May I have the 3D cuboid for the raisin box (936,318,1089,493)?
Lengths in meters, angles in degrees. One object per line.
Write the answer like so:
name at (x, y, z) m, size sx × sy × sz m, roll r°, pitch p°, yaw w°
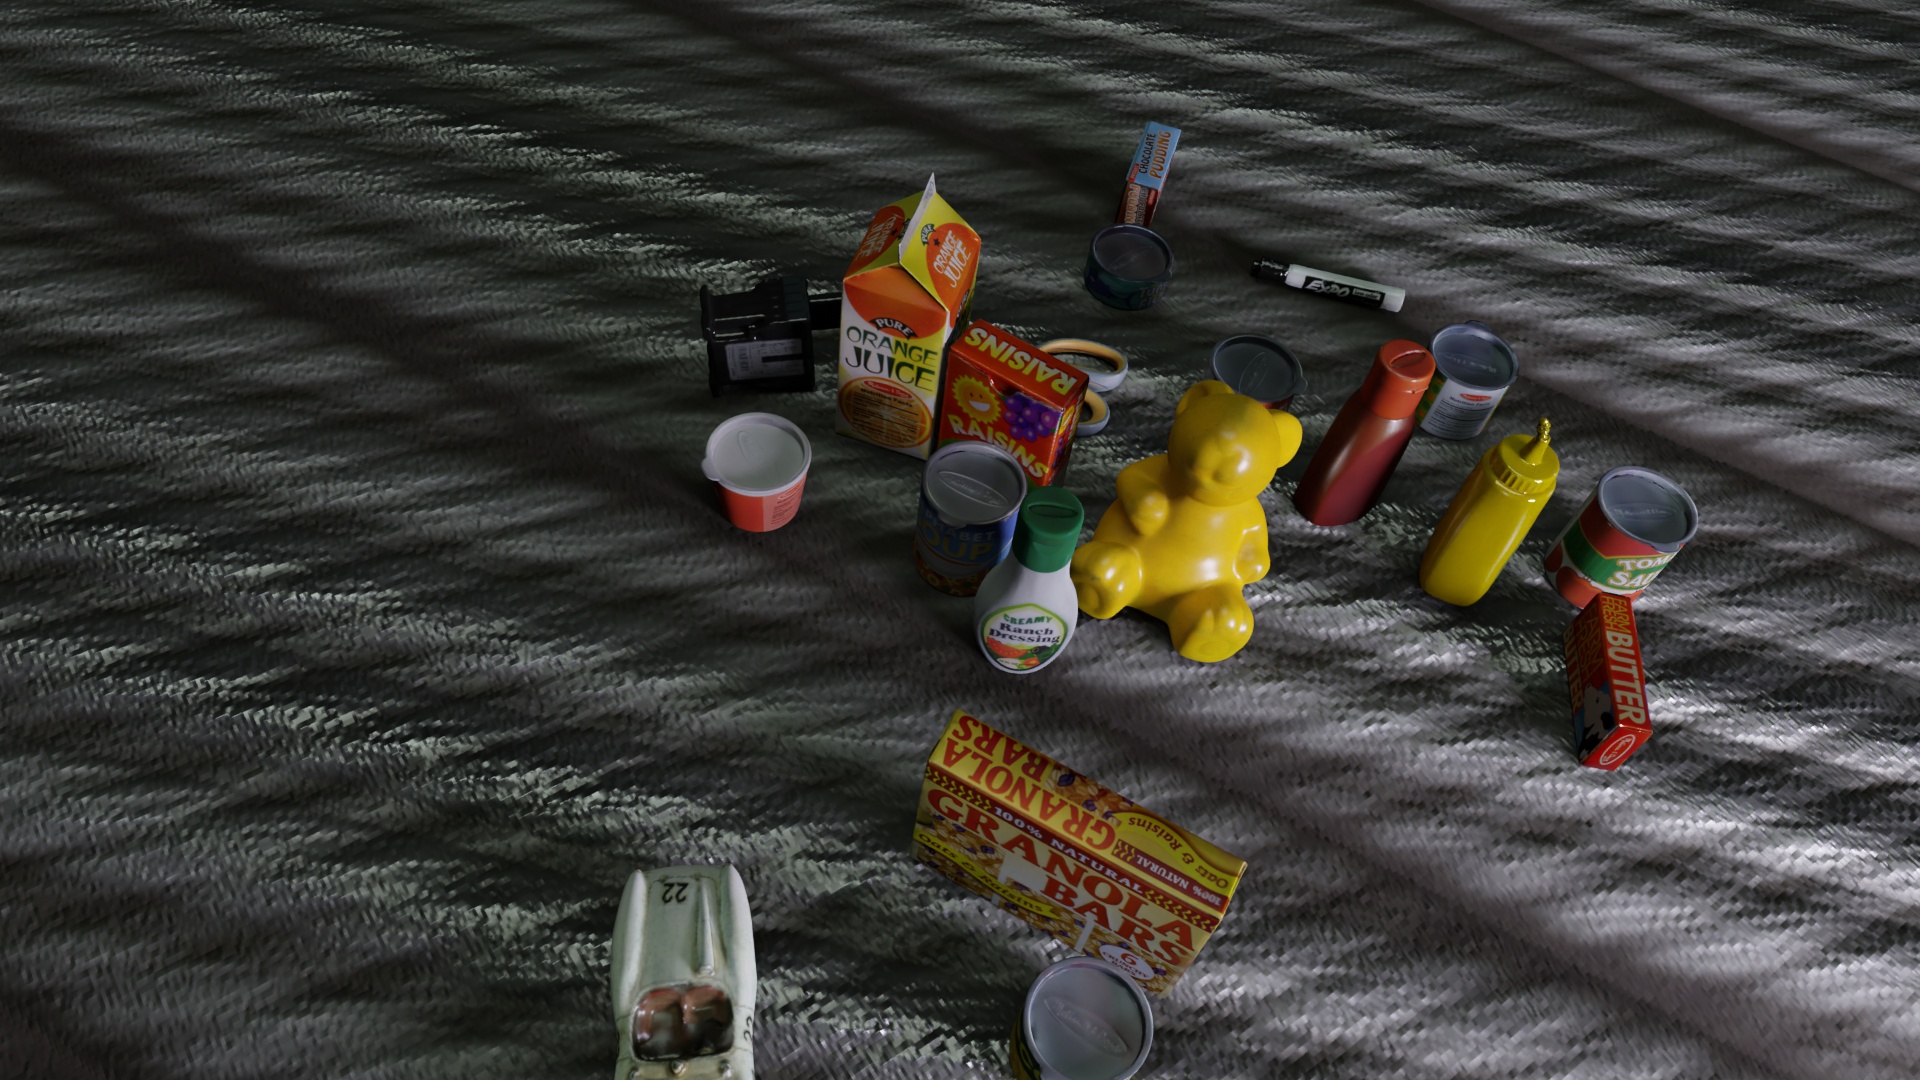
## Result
raisin box at (0.031, -0.076, 0.917) m, size 0.086 × 0.122 × 0.040 m, roll 30°, pitch 57°, yaw 14°

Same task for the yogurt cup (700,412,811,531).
yogurt cup at (-0.133, -0.042, 0.914) m, size 0.072 × 0.053 × 0.073 m, roll 3°, pitch 54°, yaw -5°

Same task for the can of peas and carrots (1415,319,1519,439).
can of peas and carrots at (0.370, -0.119, 1.030) m, size 0.071 × 0.058 × 0.071 m, roll 3°, pitch 54°, yaw -5°

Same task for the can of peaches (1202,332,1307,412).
can of peaches at (0.208, -0.105, 1.000) m, size 0.071 × 0.057 × 0.071 m, roll 3°, pitch 54°, yaw -5°

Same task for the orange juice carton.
orange juice carton at (-0.036, -0.146, 0.916) m, size 0.073 × 0.191 × 0.072 m, roll 17°, pitch 54°, yaw 6°

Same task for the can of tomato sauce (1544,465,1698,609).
can of tomato sauce at (0.444, 0.002, 0.936) m, size 0.071 × 0.082 × 0.071 m, roll 3°, pitch 54°, yaw -5°

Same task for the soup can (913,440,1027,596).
soup can at (0.003, -0.011, 0.890) m, size 0.071 × 0.083 × 0.072 m, roll 3°, pitch 54°, yaw -5°

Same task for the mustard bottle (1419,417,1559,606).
mustard bottle at (0.345, -0.022, 0.894) m, size 0.049 × 0.159 × 0.065 m, roll 24°, pitch 55°, yaw 10°

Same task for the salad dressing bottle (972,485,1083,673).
salad dressing bottle at (0.043, 0.025, 0.830) m, size 0.064 × 0.146 × 0.044 m, roll 7°, pitch 54°, yaw -2°

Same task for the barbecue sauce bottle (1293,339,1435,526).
barbecue sauce bottle at (0.273, -0.070, 0.927) m, size 0.065 × 0.147 × 0.044 m, roll -20°, pitch 59°, yaw -20°

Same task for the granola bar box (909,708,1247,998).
granola bar box at (0.056, 0.170, 0.740) m, size 0.166 × 0.123 × 0.039 m, roll 27°, pitch 56°, yaw 12°

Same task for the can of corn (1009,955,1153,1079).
can of corn at (0.060, 0.259, 0.717) m, size 0.071 × 0.058 × 0.071 m, roll 3°, pitch 54°, yaw -5°

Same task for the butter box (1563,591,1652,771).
butter box at (0.412, 0.089, 0.888) m, size 0.024 × 0.052 × 0.104 m, roll 11°, pitch 54°, yaw 1°

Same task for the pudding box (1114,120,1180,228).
pudding box at (0.153, -0.299, 1.139) m, size 0.030 × 0.049 × 0.084 m, roll 18°, pitch 54°, yaw 6°

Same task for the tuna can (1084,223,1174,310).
tuna can at (0.133, -0.212, 1.084) m, size 0.071 × 0.032 × 0.071 m, roll 3°, pitch 54°, yaw -5°
